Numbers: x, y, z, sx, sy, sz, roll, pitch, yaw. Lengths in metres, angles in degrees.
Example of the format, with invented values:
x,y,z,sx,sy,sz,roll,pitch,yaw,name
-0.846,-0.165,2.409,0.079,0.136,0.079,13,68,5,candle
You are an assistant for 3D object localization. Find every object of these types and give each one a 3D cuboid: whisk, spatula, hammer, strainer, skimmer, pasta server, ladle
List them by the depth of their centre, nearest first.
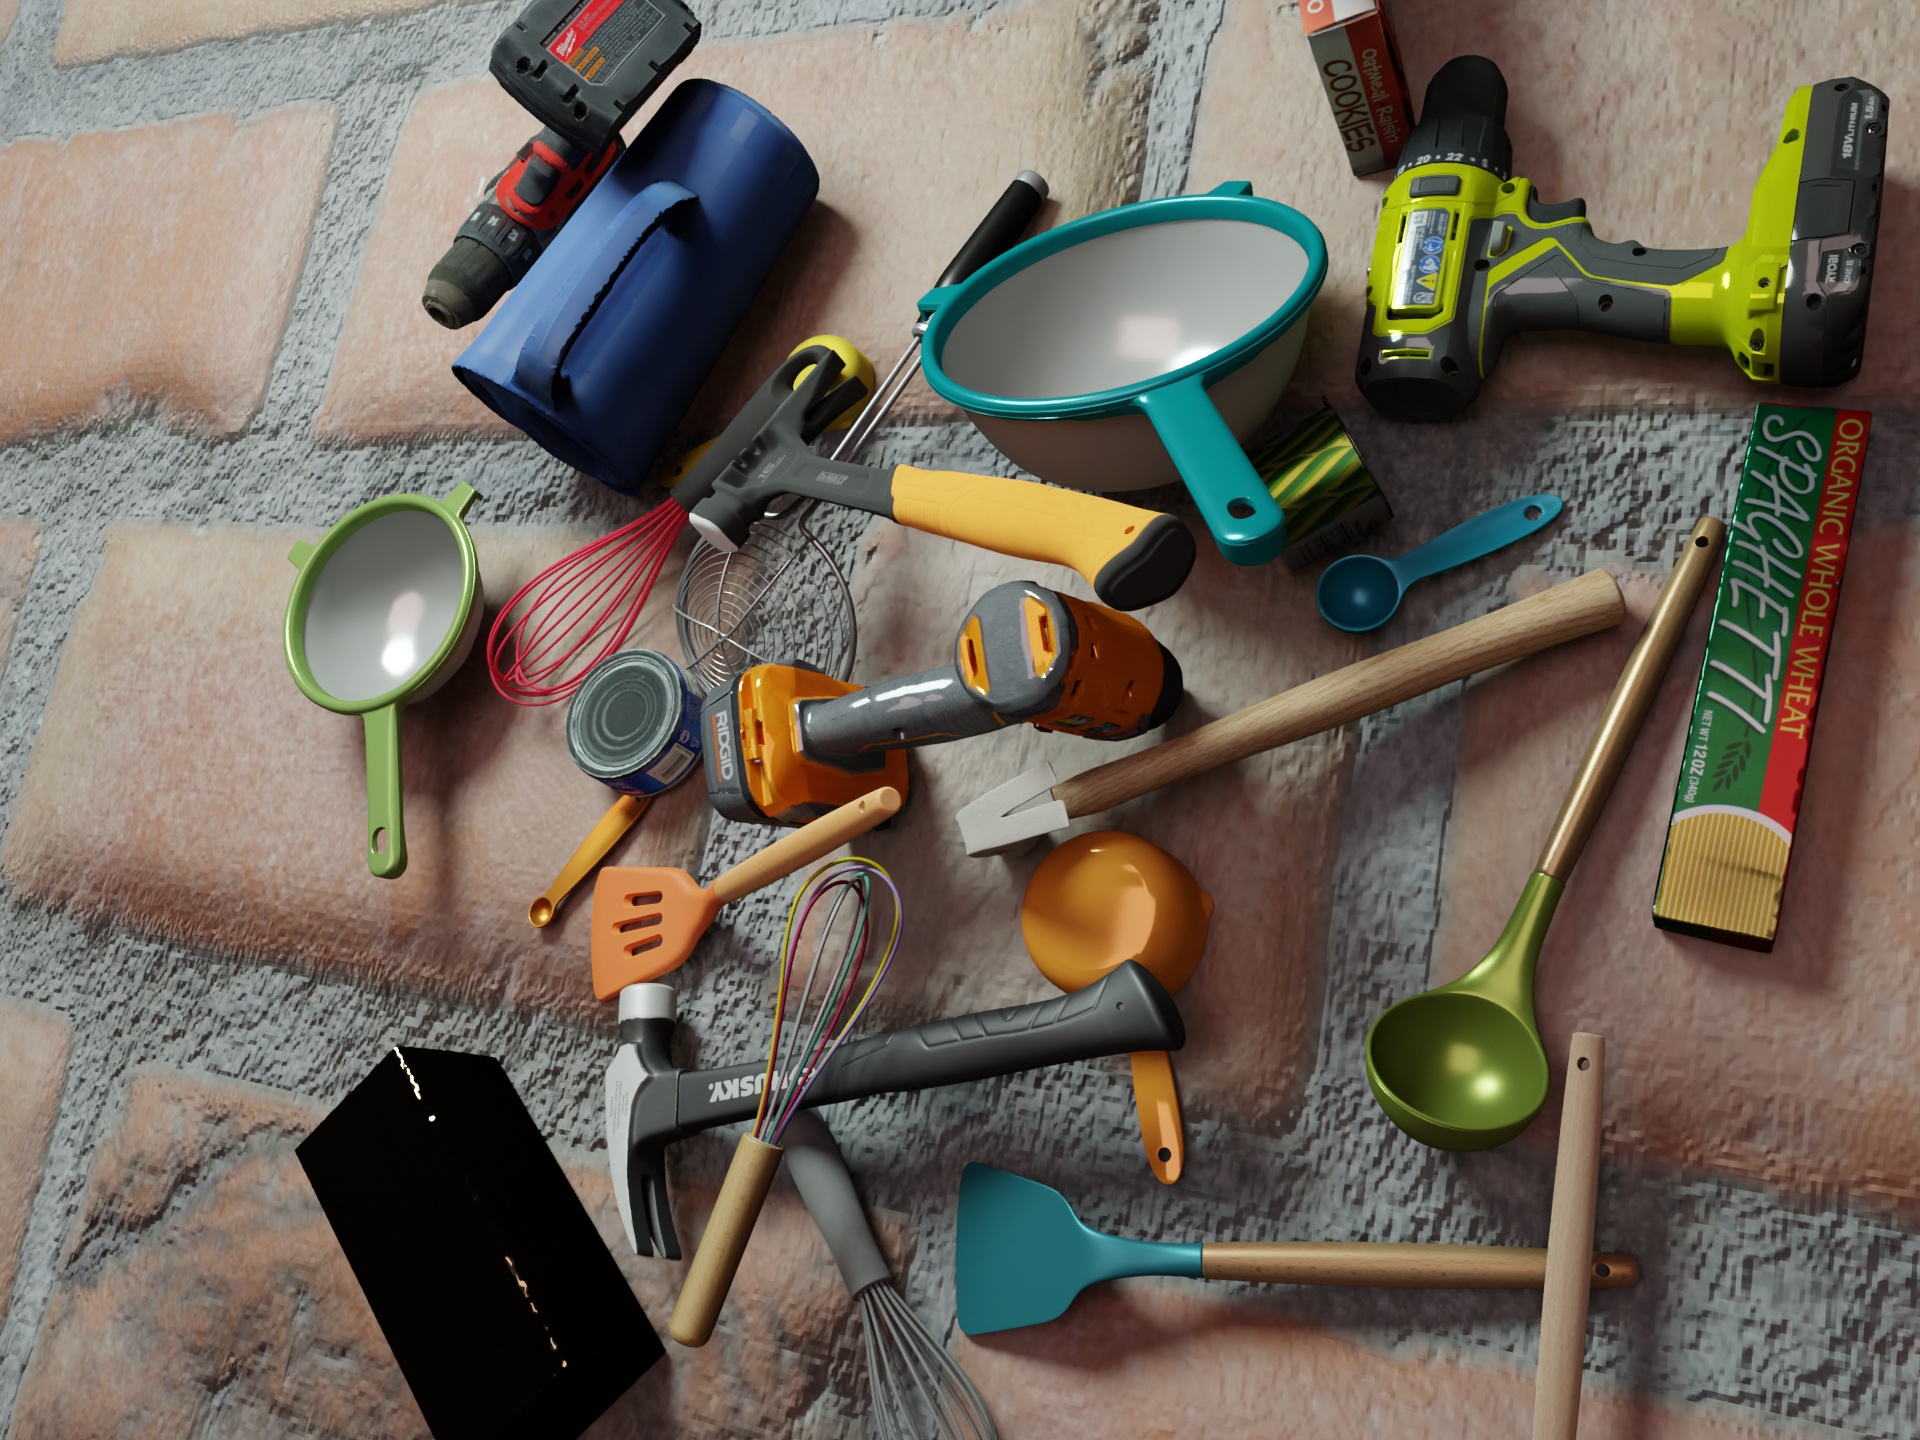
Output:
x,y,z,sx,sy,sz,roll,pitch,yaw,name
0.245,0.288,0.654,0.060,0.040,0.316,4,77,26,pasta server
0.275,0.044,0.715,0.078,0.062,0.320,24,82,29,ladle
0.140,0.247,0.733,0.317,0.044,0.082,-5,71,19,spatula
-0.010,-0.110,0.760,0.127,0.034,0.337,-52,38,-12,hammer
0.153,0.000,0.765,0.331,0.130,0.031,-21,82,9,hammer
-0.091,0.182,0.773,0.051,0.047,0.245,12,79,56,whisk
0.102,-0.145,0.782,0.211,0.095,0.341,-19,39,3,strainer
-0.045,0.178,0.792,0.335,0.035,0.146,-17,60,27,hammer
-0.043,0.283,0.796,0.055,0.055,0.239,-38,57,10,whisk
-0.121,0.083,0.829,0.322,0.041,0.081,-31,57,54,spatula
-0.045,-0.164,0.944,0.127,0.090,0.363,27,76,23,skimmer
-0.182,-0.118,0.965,0.296,0.073,0.073,-44,61,9,whisk
-0.352,-0.018,1.018,0.151,0.069,0.257,-16,69,17,strainer

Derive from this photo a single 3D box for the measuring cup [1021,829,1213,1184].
x,y,z,sx,sy,sz,roll,pitch,yaw,name
0.080,0.137,0.776,0.095,0.052,0.174,-17,65,19,measuring cup

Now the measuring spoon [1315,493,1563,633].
x,y,z,sx,sy,sz,roll,pitch,yaw,name
0.240,-0.079,0.795,0.128,0.021,0.042,-25,64,6,measuring spoon

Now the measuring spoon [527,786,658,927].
x,y,z,sx,sy,sz,roll,pitch,yaw,name
-0.219,0.080,0.961,0.117,0.011,0.021,-50,56,-1,measuring spoon

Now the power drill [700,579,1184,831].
x,y,z,sx,sy,sz,roll,pitch,yaw,name
-0.001,-0.003,0.814,0.226,0.164,0.084,-17,74,32,power drill

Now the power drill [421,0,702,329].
x,y,z,sx,sy,sz,roll,pitch,yaw,name
-0.261,-0.353,0.997,0.188,0.080,0.226,-59,15,-24,power drill

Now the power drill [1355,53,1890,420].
x,y,z,sx,sy,sz,roll,pitch,yaw,name
0.317,-0.243,0.775,0.228,0.080,0.191,7,77,29,power drill

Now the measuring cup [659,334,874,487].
x,y,z,sx,sy,sz,roll,pitch,yaw,name
-0.127,-0.188,0.988,0.156,0.029,0.062,-26,65,13,measuring cup
